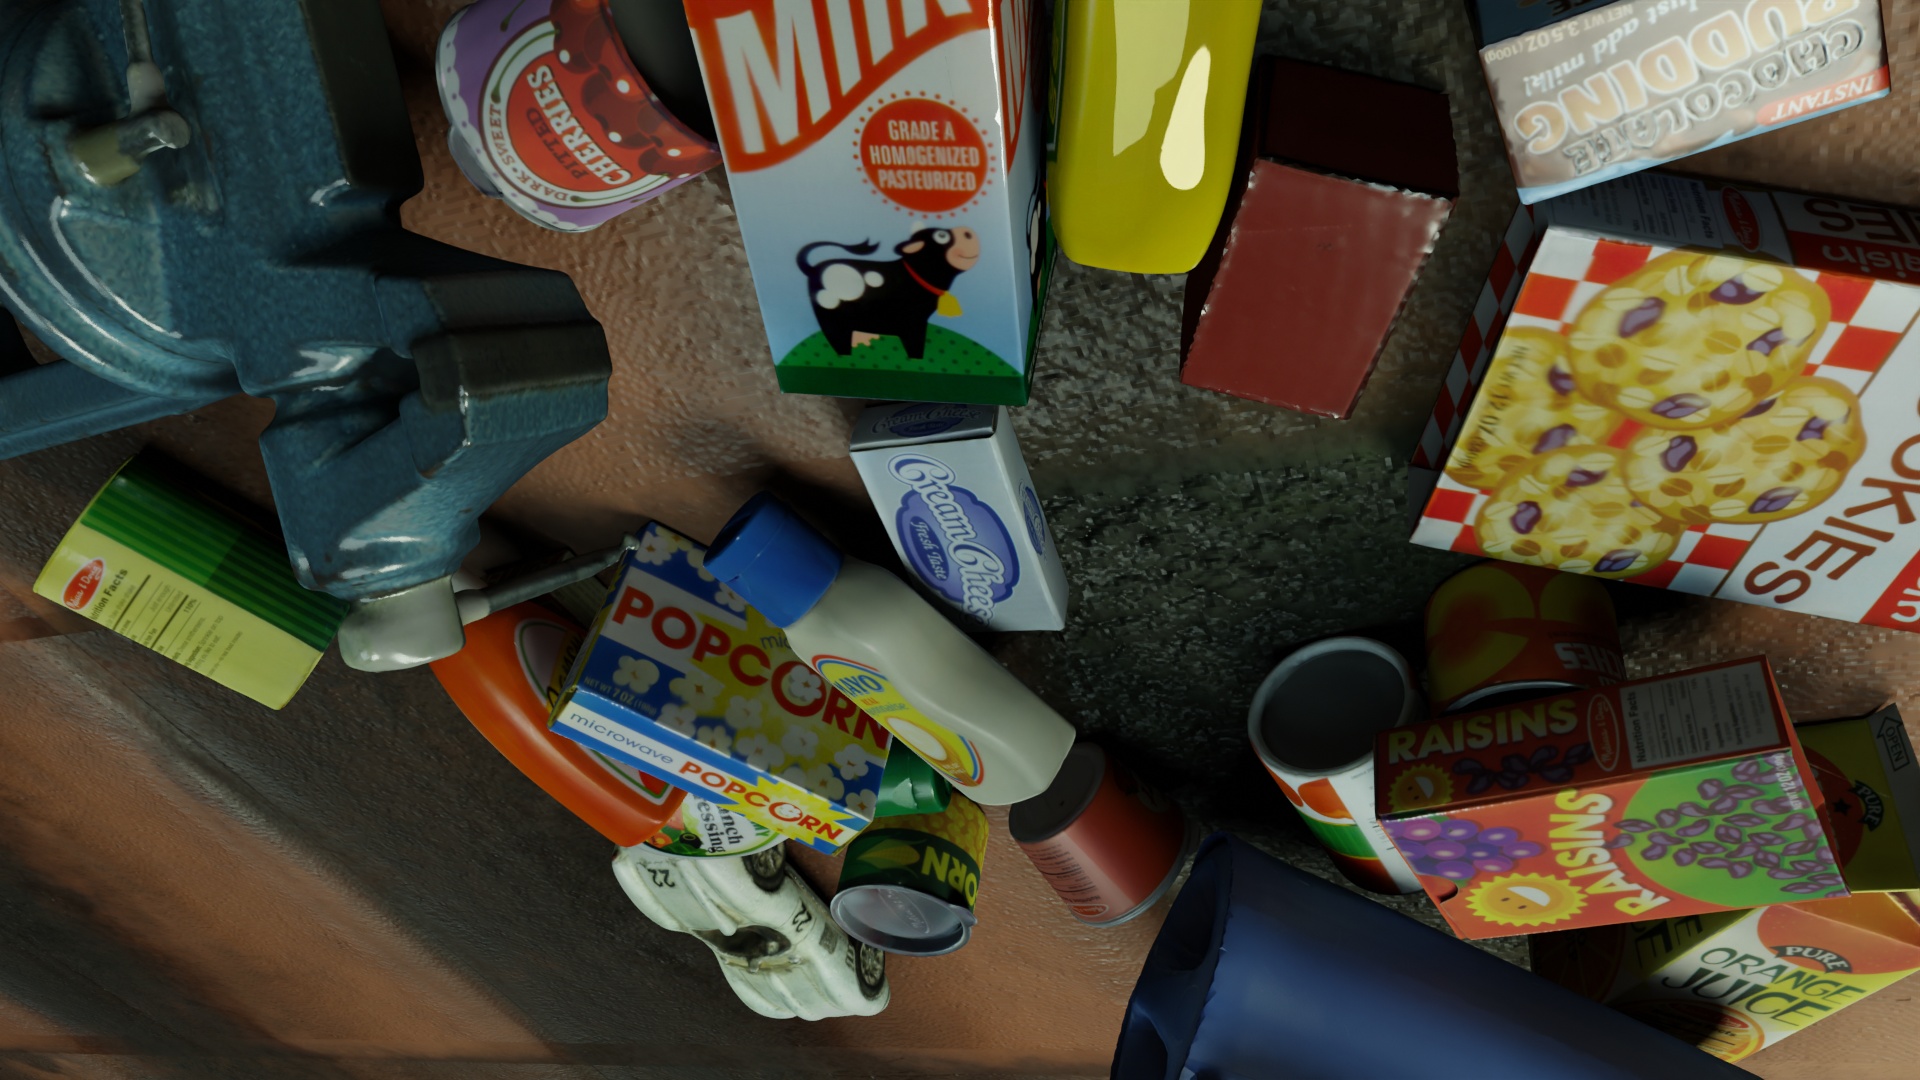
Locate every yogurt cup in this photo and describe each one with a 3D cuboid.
[{"bbox_3d":[0.058,0.125,0.605,0.072,0.073,0.054,-28,116,36],"label":"yogurt cup"}]

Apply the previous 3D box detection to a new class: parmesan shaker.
[{"bbox_3d":[-0.317,0.020,0.582,0.103,0.072,0.071,35,134,-23],"label":"parmesan shaker"}]

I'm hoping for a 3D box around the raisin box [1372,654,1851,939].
[{"bbox_3d":[0.210,0.089,0.455,0.123,0.040,0.086,-17,130,31],"label":"raisin box"}]

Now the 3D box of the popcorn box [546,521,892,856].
[{"bbox_3d":[-0.088,0.059,0.552,0.126,0.085,0.038,28,135,-16],"label":"popcorn box"}]

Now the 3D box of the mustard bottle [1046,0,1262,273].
[{"bbox_3d":[0.047,-0.142,0.320,0.049,0.066,0.159,4,132,3],"label":"mustard bottle"}]

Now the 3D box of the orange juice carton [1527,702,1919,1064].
[{"bbox_3d":[0.311,0.143,0.553,0.073,0.072,0.191,17,138,-4],"label":"orange juice carton"}]

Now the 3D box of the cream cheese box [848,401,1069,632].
[{"bbox_3d":[0.002,-0.006,0.504,0.053,0.024,0.103,-5,135,18],"label":"cream cheese box"}]

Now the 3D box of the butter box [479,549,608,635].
[{"bbox_3d":[-0.161,0.049,0.606,0.053,0.024,0.103,-16,131,28],"label":"butter box"}]

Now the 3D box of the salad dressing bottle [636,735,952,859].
[{"bbox_3d":[-0.079,0.110,0.629,0.147,0.044,0.064,-8,115,12],"label":"salad dressing bottle"}]

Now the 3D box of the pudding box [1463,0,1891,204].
[{"bbox_3d":[0.171,-0.119,0.335,0.083,0.030,0.049,-13,133,26],"label":"pudding box"}]

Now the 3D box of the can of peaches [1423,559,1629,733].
[{"bbox_3d":[0.200,0.047,0.487,0.071,0.058,0.070,7,137,7],"label":"can of peaches"}]

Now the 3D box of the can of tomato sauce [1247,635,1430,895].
[{"bbox_3d":[0.156,0.086,0.536,0.071,0.071,0.083,-17,129,29],"label":"can of tomato sauce"}]

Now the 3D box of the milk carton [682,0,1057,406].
[{"bbox_3d":[-0.019,-0.127,0.342,0.073,0.073,0.189,4,137,11],"label":"milk carton"}]

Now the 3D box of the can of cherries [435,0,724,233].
[{"bbox_3d":[-0.094,-0.121,0.369,0.058,0.072,0.071,-16,130,28],"label":"can of cherries"}]

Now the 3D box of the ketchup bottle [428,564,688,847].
[{"bbox_3d":[-0.171,0.056,0.552,0.043,0.065,0.148,-35,112,32],"label":"ketchup bottle"}]

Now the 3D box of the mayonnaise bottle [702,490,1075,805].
[{"bbox_3d":[-0.028,0.041,0.517,0.148,0.041,0.064,41,152,-16],"label":"mayonnaise bottle"}]

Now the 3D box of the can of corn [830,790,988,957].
[{"bbox_3d":[-0.021,0.155,0.660,0.071,0.058,0.070,7,138,7],"label":"can of corn"}]

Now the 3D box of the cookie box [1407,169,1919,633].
[{"bbox_3d":[0.231,-0.038,0.402,0.167,0.040,0.122,10,138,5],"label":"cookie box"}]
